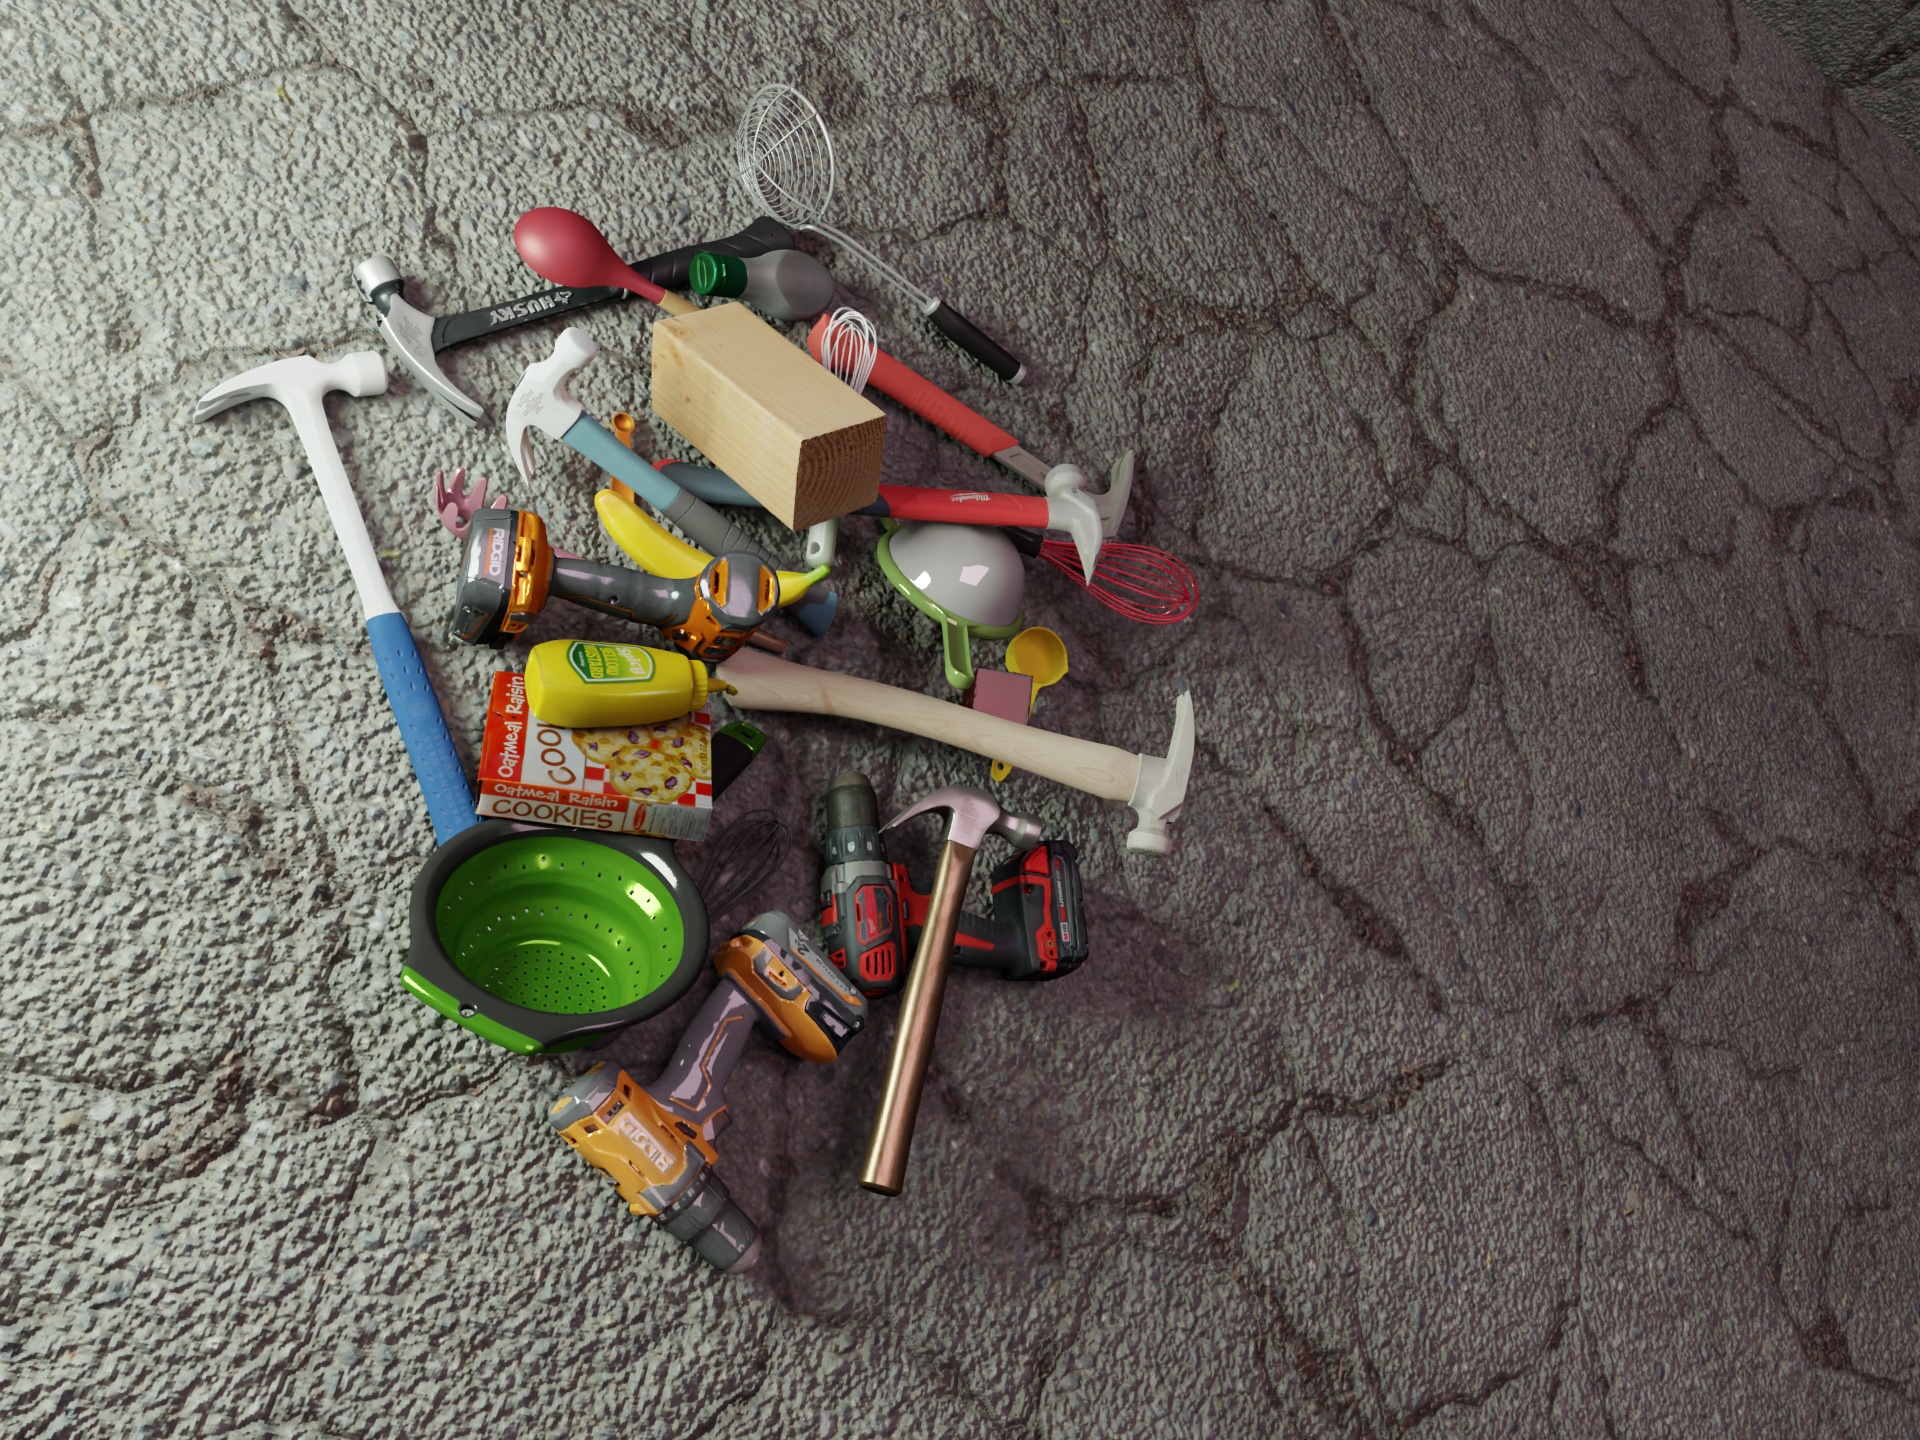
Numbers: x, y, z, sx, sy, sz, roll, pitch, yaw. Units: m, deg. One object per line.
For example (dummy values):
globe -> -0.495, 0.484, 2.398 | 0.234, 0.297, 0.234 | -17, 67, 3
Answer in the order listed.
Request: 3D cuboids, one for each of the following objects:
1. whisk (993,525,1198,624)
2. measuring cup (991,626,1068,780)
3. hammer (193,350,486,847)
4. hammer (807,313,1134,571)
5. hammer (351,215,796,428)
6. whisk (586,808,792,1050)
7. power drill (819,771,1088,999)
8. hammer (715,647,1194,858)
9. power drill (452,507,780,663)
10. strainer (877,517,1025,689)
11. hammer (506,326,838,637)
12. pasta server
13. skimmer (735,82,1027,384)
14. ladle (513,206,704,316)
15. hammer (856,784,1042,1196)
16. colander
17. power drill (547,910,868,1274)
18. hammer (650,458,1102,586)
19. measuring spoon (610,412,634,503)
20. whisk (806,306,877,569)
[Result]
whisk -> 0.092, -0.160, 1.519 | 0.295, 0.073, 0.073 | 18, 62, -11
measuring cup -> 0.053, -0.014, 1.480 | 0.062, 0.029, 0.157 | 26, 71, -18
hammer -> -0.439, -0.085, 1.185 | 0.144, 0.035, 0.405 | -17, 82, -36
hammer -> 0.013, -0.291, 1.550 | 0.358, 0.036, 0.149 | 30, 58, -20
hammer -> -0.306, -0.373, 1.382 | 0.409, 0.036, 0.149 | -29, 90, -37
whisk -> -0.211, 0.159, 1.229 | 0.055, 0.055, 0.239 | 45, 59, -10
power drill -> -0.013, 0.138, 1.343 | 0.226, 0.080, 0.188 | 3, 70, -28
hammer -> -0.002, -0.004, 1.348 | 0.410, 0.038, 0.146 | 15, 77, -7
power drill -> -0.269, -0.091, 1.228 | 0.226, 0.164, 0.084 | 7, 73, -21
strainer -> 0.007, -0.116, 1.383 | 0.151, 0.069, 0.257 | 25, 27, -17
hammer -> -0.227, -0.174, 1.309 | 0.330, 0.128, 0.033 | 37, 30, -28
pasta server -> -0.280, -0.120, 1.297 | 0.316, 0.040, 0.060 | 22, 33, -25
skimmer -> -0.064, -0.459, 1.534 | 0.363, 0.127, 0.090 | 32, 64, -29
ladle -> -0.241, -0.356, 1.388 | 0.315, 0.031, 0.069 | 24, 69, -37
hammer -> -0.028, 0.204, 1.252 | 0.130, 0.031, 0.331 | 22, 64, -18
colander -> -0.256, 0.127, 1.189 | 0.204, 0.094, 0.397 | 28, 36, 8
power drill -> -0.167, 0.278, 1.189 | 0.185, 0.084, 0.226 | 48, 58, -8
hammer -> -0.071, -0.180, 1.362 | 0.386, 0.038, 0.143 | 3, 41, -10
measuring spoon -> -0.287, -0.206, 1.346 | 0.021, 0.011, 0.117 | 7, 72, -30
whisk -> -0.113, -0.254, 1.431 | 0.059, 0.058, 0.246 | 21, 73, -54
